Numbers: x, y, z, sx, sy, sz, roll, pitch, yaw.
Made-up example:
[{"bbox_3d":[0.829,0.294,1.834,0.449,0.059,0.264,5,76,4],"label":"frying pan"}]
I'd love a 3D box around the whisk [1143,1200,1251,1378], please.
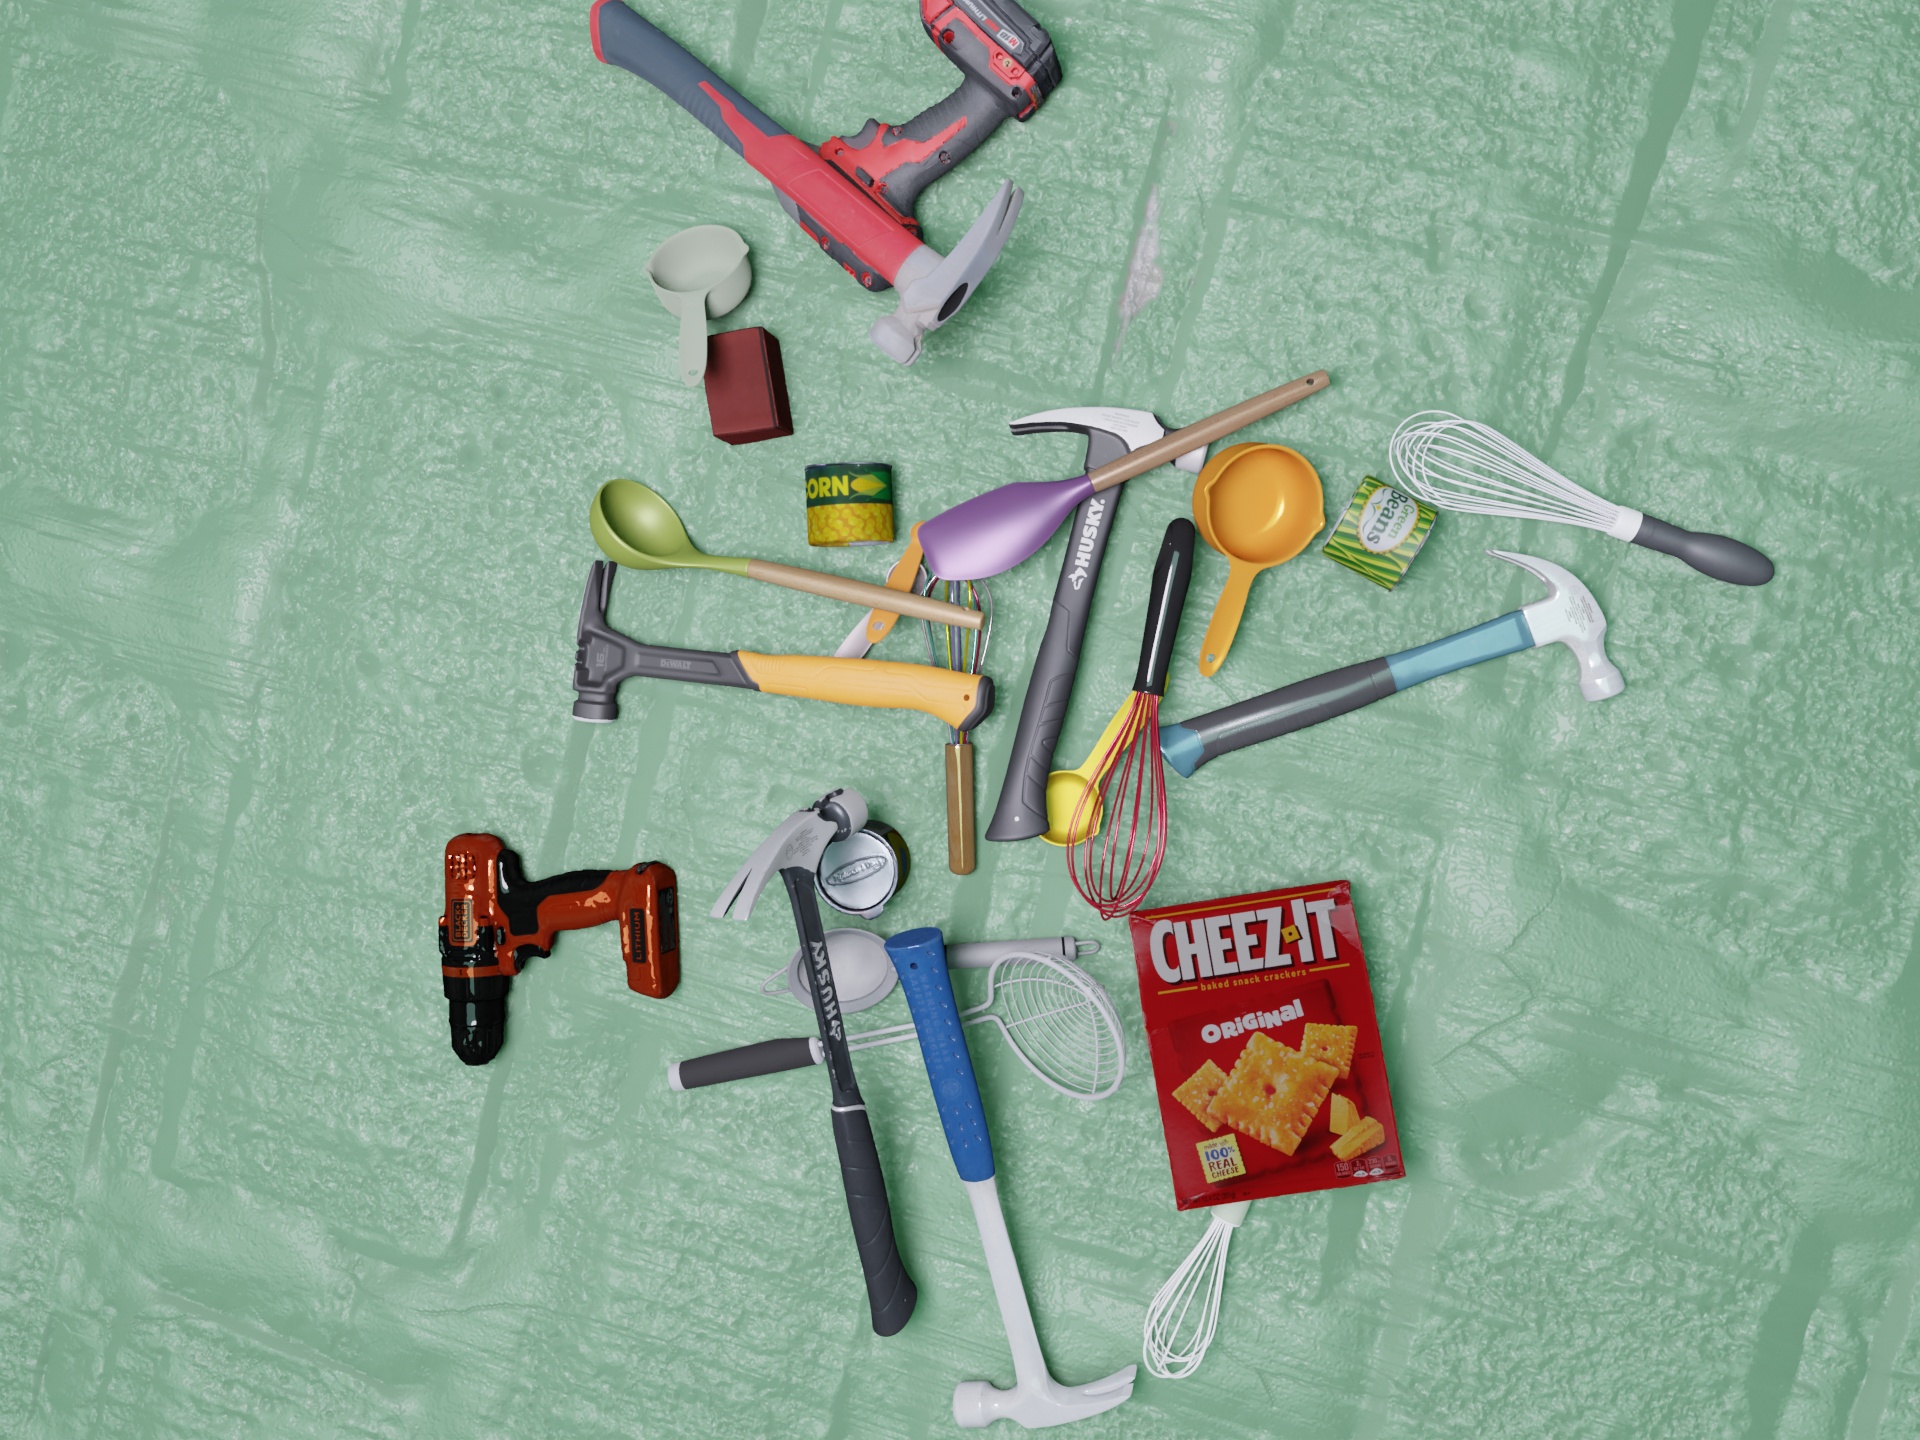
[{"bbox_3d":[0.197,0.381,1.194,0.059,0.058,0.246,21,93,-28],"label":"whisk"}]

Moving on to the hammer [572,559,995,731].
[{"bbox_3d":[-0.137,-0.043,1.199,0.337,0.034,0.127,7,94,17],"label":"hammer"}]

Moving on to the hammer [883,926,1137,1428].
[{"bbox_3d":[0.021,0.342,1.166,0.144,0.035,0.405,-10,104,17],"label":"hammer"}]

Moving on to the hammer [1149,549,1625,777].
[{"bbox_3d":[0.302,-0.028,1.163,0.331,0.033,0.128,-19,91,8],"label":"hammer"}]

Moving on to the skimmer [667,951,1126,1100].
[{"bbox_3d":[-0.055,0.253,1.196,0.363,0.090,0.127,-13,111,10],"label":"skimmer"}]

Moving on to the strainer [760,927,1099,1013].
[{"bbox_3d":[-0.023,0.181,1.215,0.258,0.050,0.086,-4,124,2],"label":"strainer"}]

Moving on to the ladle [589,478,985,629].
[{"bbox_3d":[-0.131,-0.119,1.180,0.320,0.078,0.062,14,120,17],"label":"ladle"}]

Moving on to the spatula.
[{"bbox_3d":[0.119,-0.180,1.152,0.316,0.018,0.060,-24,83,5],"label":"spatula"}]

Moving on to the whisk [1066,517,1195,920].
[{"bbox_3d":[0.131,-0.001,1.146,0.073,0.073,0.296,12,92,7],"label":"whisk"}]

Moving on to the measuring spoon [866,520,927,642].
[{"bbox_3d":[-0.045,-0.106,1.188,0.021,0.011,0.117,14,60,15],"label":"measuring spoon"}]

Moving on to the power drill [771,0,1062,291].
[{"bbox_3d":[-0.041,-0.443,1.174,0.143,0.078,0.219,44,100,4],"label":"power drill"}]

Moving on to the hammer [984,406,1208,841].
[{"bbox_3d":[0.073,-0.070,1.177,0.146,0.035,0.335,15,88,7],"label":"hammer"}]

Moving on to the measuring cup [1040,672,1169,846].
[{"bbox_3d":[0.109,0.026,1.199,0.062,0.029,0.156,36,91,7],"label":"measuring cup"}]

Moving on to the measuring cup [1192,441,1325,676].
[{"bbox_3d":[0.199,-0.119,1.161,0.095,0.052,0.173,14,104,-14],"label":"measuring cup"}]

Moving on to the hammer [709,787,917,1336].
[{"bbox_3d":[-0.085,0.263,1.135,0.036,0.149,0.408,1,110,32],"label":"hammer"}]

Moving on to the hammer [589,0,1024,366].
[{"bbox_3d":[-0.128,-0.424,1.145,0.386,0.038,0.143,44,104,18],"label":"hammer"}]

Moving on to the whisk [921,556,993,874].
[{"bbox_3d":[-0.002,-0.004,1.198,0.047,0.051,0.245,5,100,41],"label":"whisk"}]

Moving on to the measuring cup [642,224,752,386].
[{"bbox_3d":[-0.192,-0.298,1.180,0.083,0.038,0.168,-9,57,7],"label":"measuring cup"}]

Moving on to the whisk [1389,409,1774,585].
[{"bbox_3d":[0.441,-0.150,1.130,0.284,0.070,0.070,21,95,2],"label":"whisk"}]

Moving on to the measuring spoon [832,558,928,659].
[{"bbox_3d":[-0.066,-0.072,1.225,0.034,0.018,0.124,44,105,20],"label":"measuring spoon"}]
